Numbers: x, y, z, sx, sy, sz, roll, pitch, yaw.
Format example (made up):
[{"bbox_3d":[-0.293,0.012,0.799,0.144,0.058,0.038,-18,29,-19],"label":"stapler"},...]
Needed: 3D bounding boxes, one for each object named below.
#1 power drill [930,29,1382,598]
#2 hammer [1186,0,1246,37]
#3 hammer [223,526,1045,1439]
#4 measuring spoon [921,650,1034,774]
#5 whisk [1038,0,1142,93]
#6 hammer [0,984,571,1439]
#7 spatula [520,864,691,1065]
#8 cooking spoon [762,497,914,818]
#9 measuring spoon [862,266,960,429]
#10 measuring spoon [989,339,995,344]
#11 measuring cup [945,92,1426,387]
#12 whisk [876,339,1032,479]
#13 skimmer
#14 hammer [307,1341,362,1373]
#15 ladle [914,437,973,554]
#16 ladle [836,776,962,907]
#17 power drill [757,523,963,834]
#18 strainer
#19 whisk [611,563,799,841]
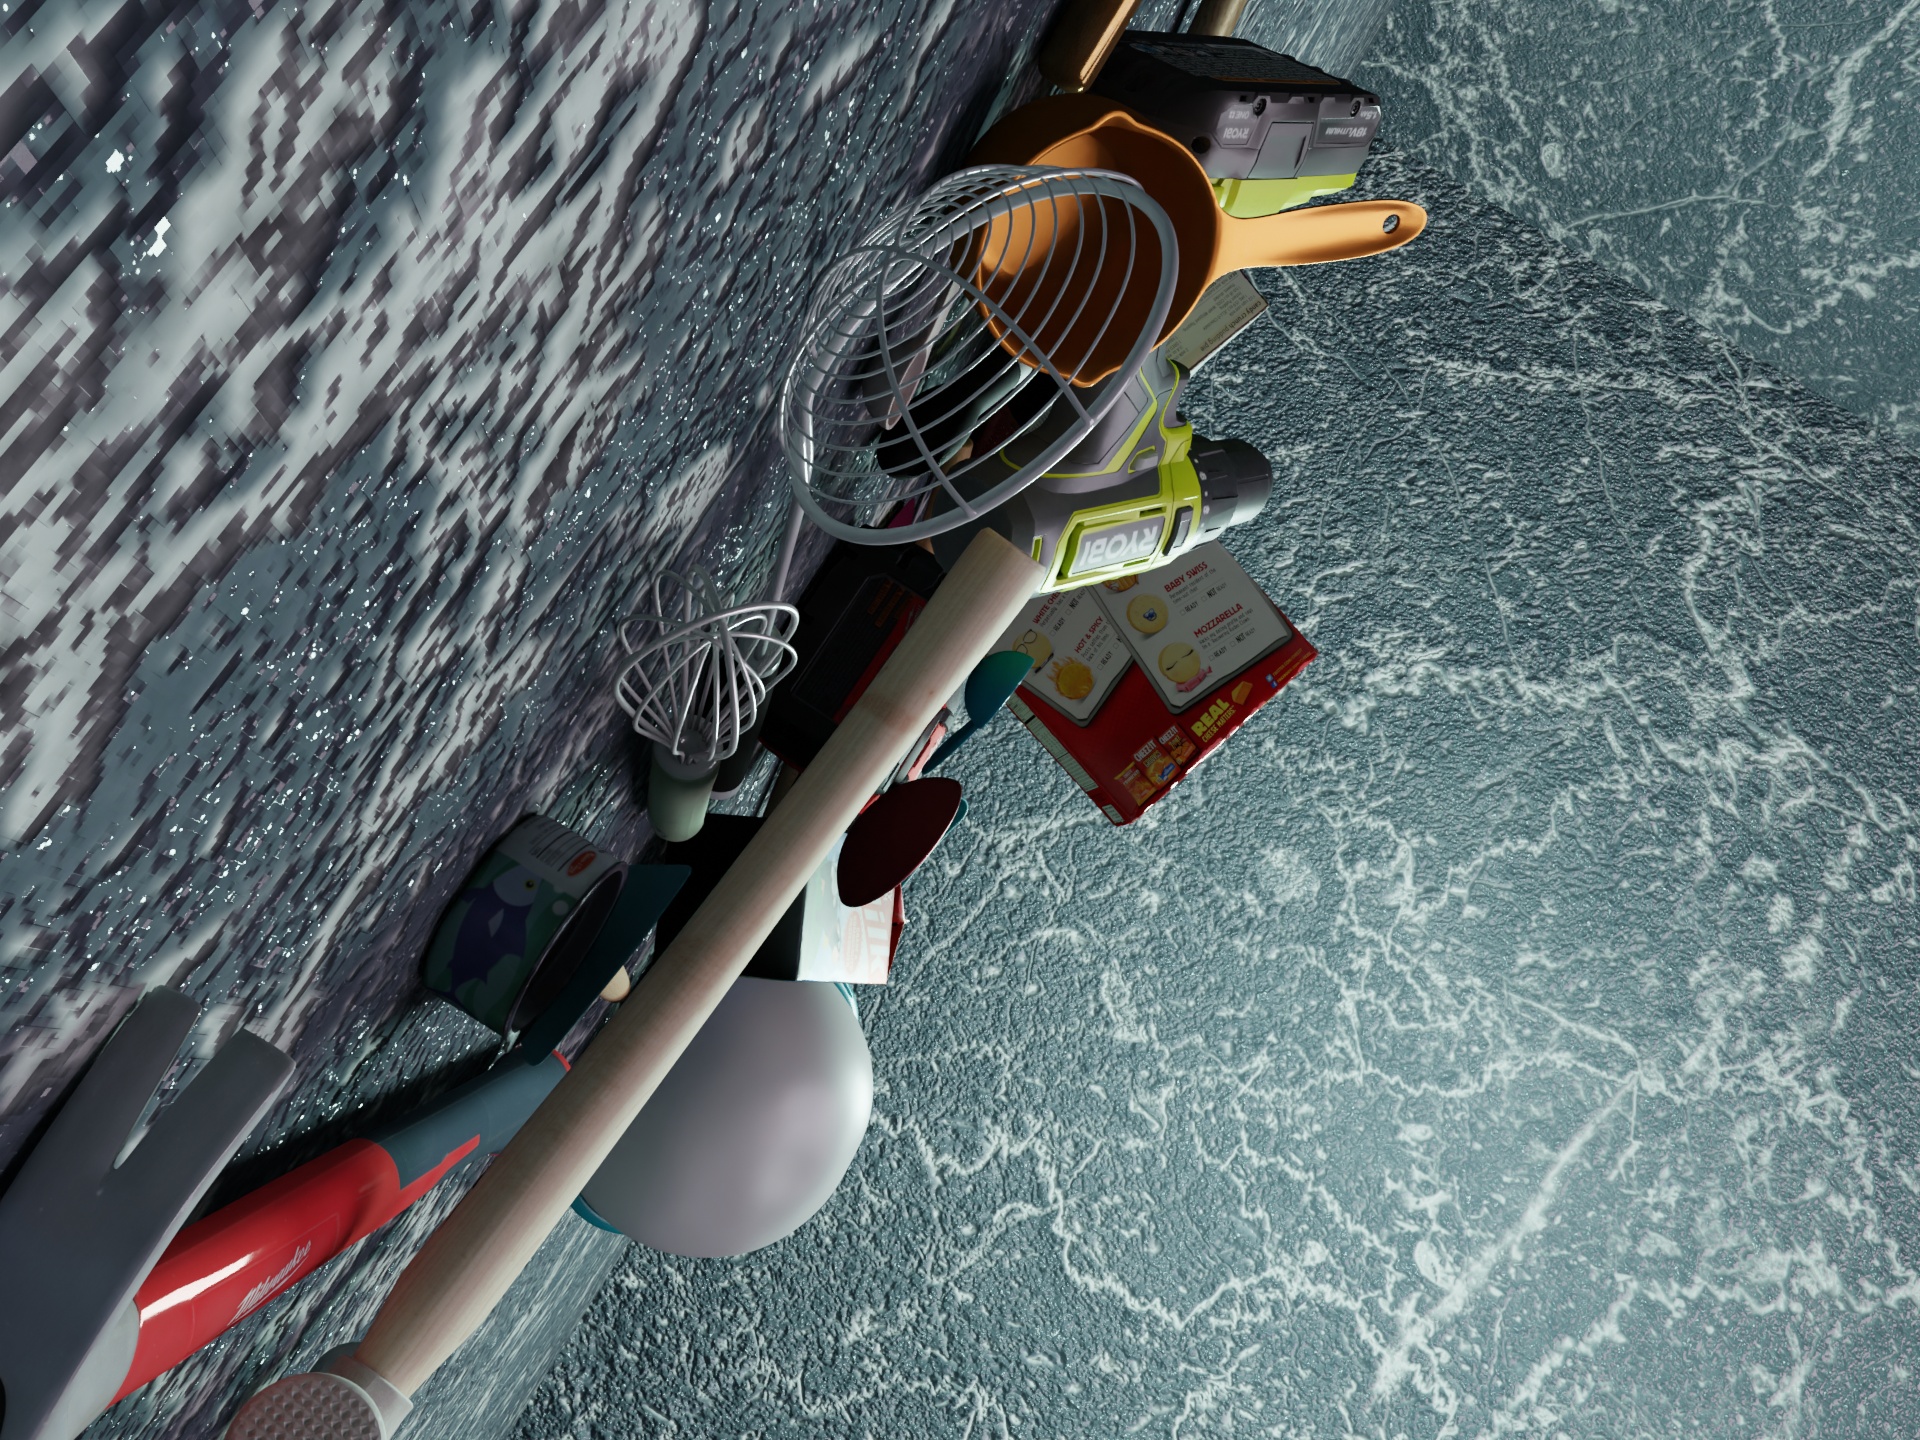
[{"bbox_3d":[0.092,-0.163,0.680,0.190,0.080,0.228,-17,135,-39],"label":"power drill"},{"bbox_3d":[0.144,-0.382,0.731,0.130,0.031,0.331,-57,177,-38],"label":"hammer"},{"bbox_3d":[-0.087,0.080,0.542,0.411,0.038,0.146,-54,180,-32],"label":"hammer"},{"bbox_3d":[-0.001,-0.003,0.786,0.042,0.021,0.128,-54,-175,-31],"label":"measuring spoon"},{"bbox_3d":[0.099,-0.315,0.510,0.245,0.047,0.051,-56,180,21],"label":"whisk"},{"bbox_3d":[-0.175,0.129,0.484,0.143,0.038,0.386,-60,178,-2],"label":"hammer"},{"bbox_3d":[-0.149,0.107,0.673,0.082,0.044,0.317,-53,178,-16],"label":"spatula"},{"bbox_3d":[-0.081,-0.008,0.934,0.069,0.017,0.318,-56,176,-45],"label":"cooking spoon"},{"bbox_3d":[-0.008,-0.166,0.580,0.034,0.018,0.124,13,102,-87],"label":"measuring spoon"},{"bbox_3d":[0.037,-0.219,0.844,0.021,0.011,0.117,-25,-156,39],"label":"measuring spoon"},{"bbox_3d":[0.078,-0.176,0.560,0.052,0.173,0.095,-121,-154,-47],"label":"measuring cup"},{"bbox_3d":[0.037,-0.183,0.761,0.285,0.070,0.070,-50,173,-44],"label":"whisk"},{"bbox_3d":[-0.033,-0.045,0.554,0.363,0.090,0.127,120,-15,-59],"label":"skimmer"},{"bbox_3d":[-0.185,0.192,0.756,0.144,0.035,0.406,-50,-178,36],"label":"hammer"},{"bbox_3d":[-0.049,-0.048,0.975,0.078,0.062,0.320,-51,166,-46],"label":"ladle"},{"bbox_3d":[-0.025,0.047,0.772,0.069,0.031,0.315,-44,179,1],"label":"ladle"},{"bbox_3d":[-0.039,-0.015,0.825,0.143,0.078,0.219,-57,174,-9],"label":"power drill"},{"bbox_3d":[-0.086,0.193,0.947,0.340,0.095,0.210,-51,138,-2],"label":"strainer"},{"bbox_3d":[-0.094,0.006,0.555,0.059,0.058,0.246,-21,169,-18],"label":"whisk"}]
